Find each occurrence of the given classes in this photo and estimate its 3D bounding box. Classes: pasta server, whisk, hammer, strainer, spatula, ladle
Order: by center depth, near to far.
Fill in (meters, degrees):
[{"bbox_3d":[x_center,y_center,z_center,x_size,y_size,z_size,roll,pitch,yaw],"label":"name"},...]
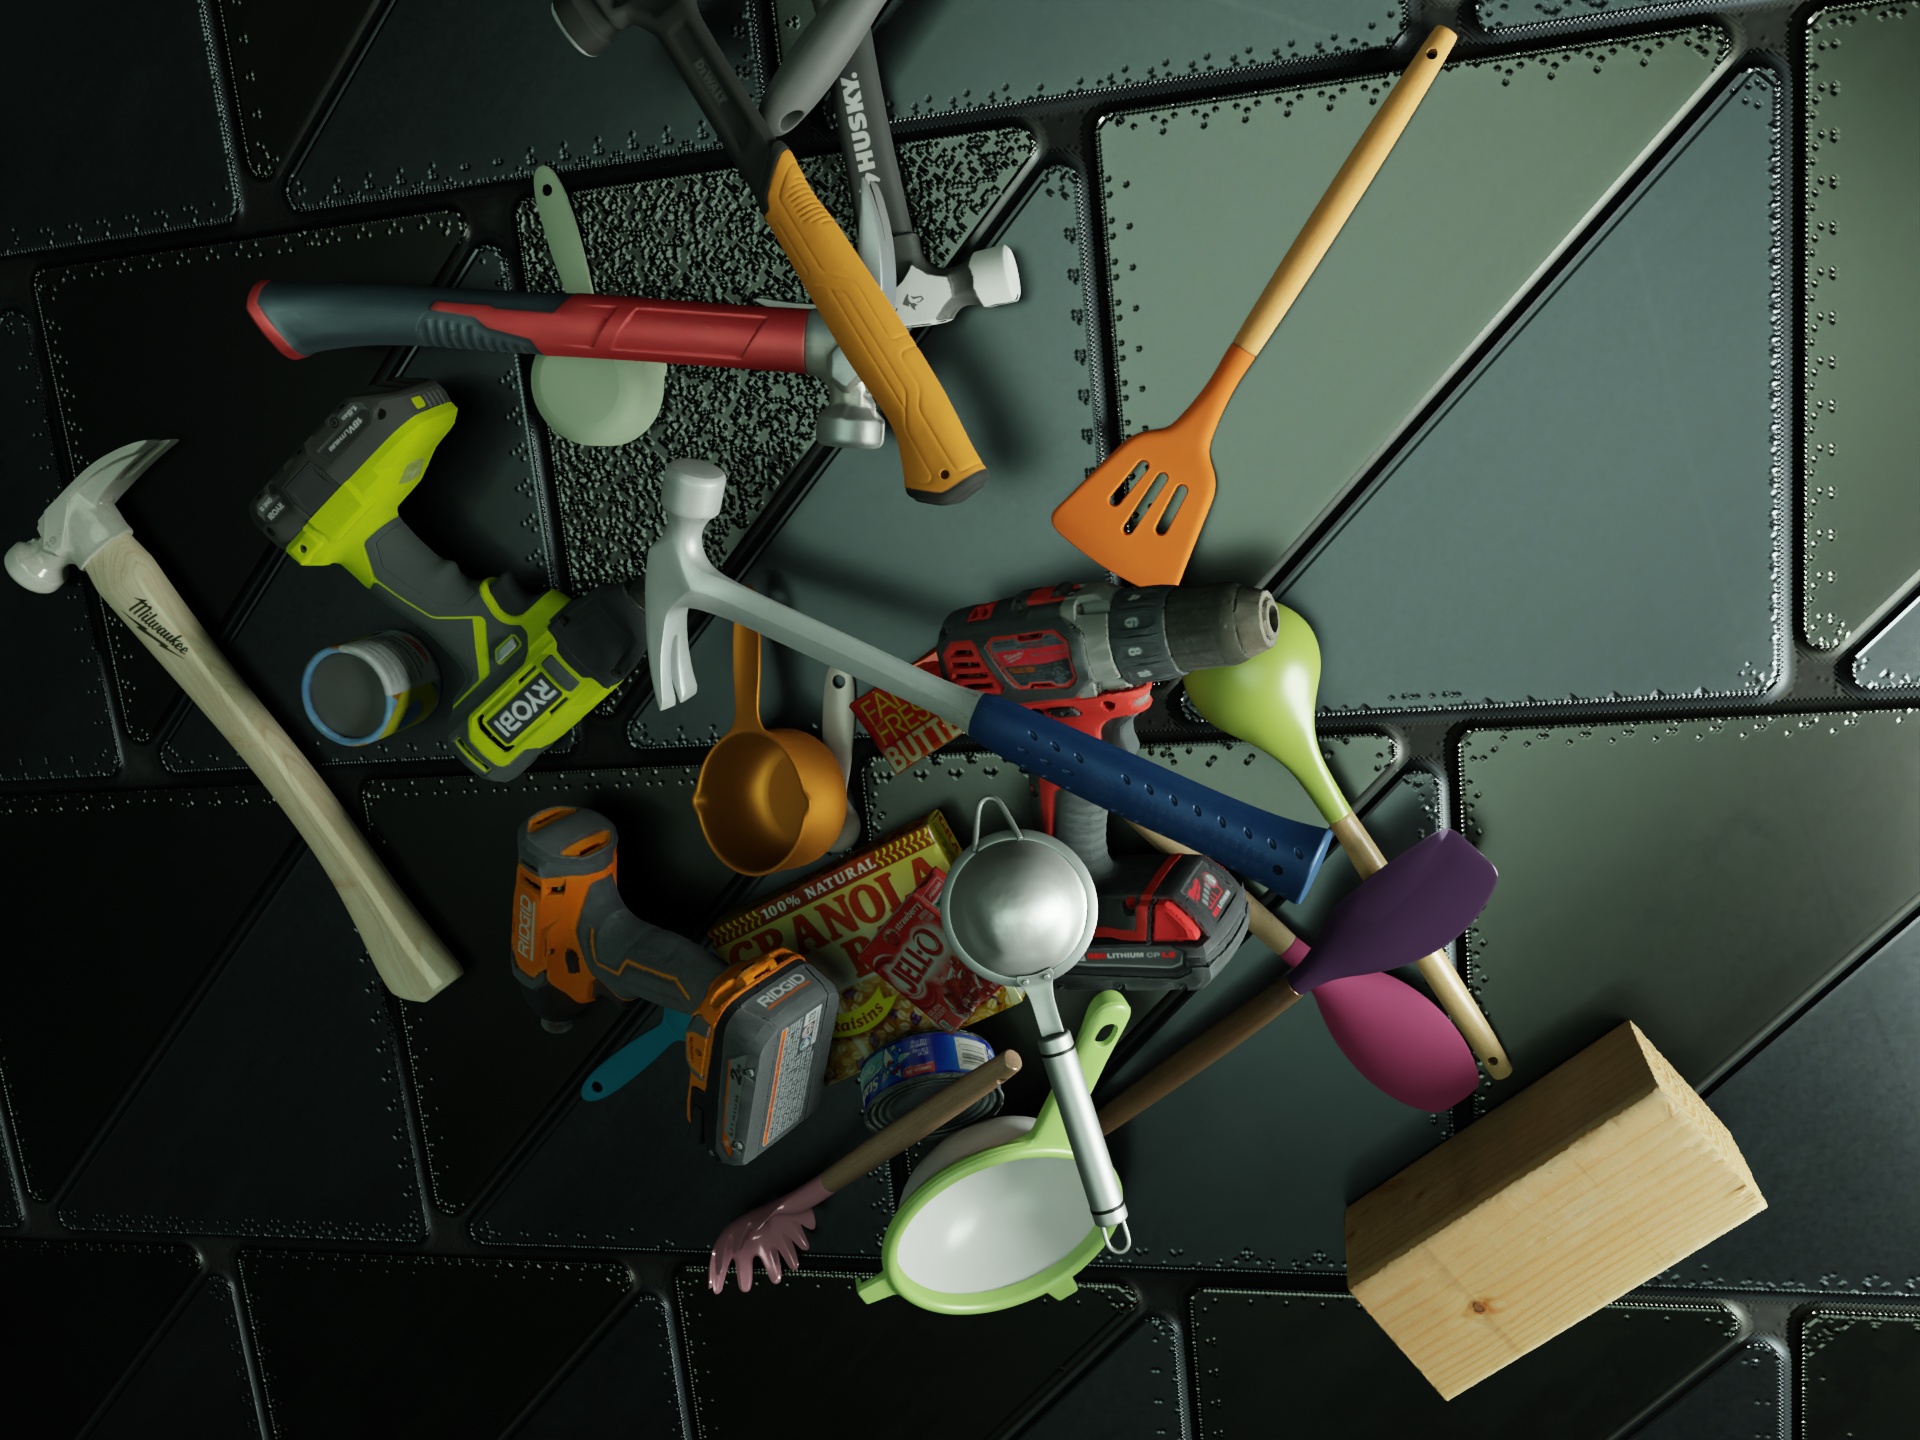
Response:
[{"bbox_3d":[-0.032,-0.402,0.821,0.055,0.055,0.239,43,111,2],"label":"whisk"},{"bbox_3d":[-0.077,-0.265,0.828,0.127,0.034,0.337,-30,92,18],"label":"hammer"},{"bbox_3d":[-0.001,-0.003,0.847,0.406,0.035,0.144,25,119,18],"label":"hammer"},{"bbox_3d":[0.165,-0.220,0.850,0.081,0.041,0.322,34,107,5],"label":"spatula"},{"bbox_3d":[0.050,0.166,0.857,0.087,0.050,0.258,-17,92,10],"label":"strainer"},{"bbox_3d":[-0.070,-0.382,0.874,0.146,0.035,0.334,-9,100,15],"label":"hammer"},{"bbox_3d":[-0.226,-0.241,0.903,0.386,0.038,0.143,7,102,12],"label":"hammer"},{"bbox_3d":[0.229,0.071,0.906,0.078,0.062,0.320,-31,101,20],"label":"ladle"},{"bbox_3d":[0.177,0.169,0.925,0.059,0.018,0.316,44,117,-8],"label":"spatula"},{"bbox_3d":[0.036,0.246,0.949,0.151,0.069,0.256,9,119,-25],"label":"strainer"},{"bbox_3d":[-0.063,0.280,0.976,0.316,0.060,0.040,-42,51,36],"label":"pasta server"},{"bbox_3d":[-0.460,0.009,1.059,0.146,0.038,0.410,-36,92,17],"label":"hammer"}]

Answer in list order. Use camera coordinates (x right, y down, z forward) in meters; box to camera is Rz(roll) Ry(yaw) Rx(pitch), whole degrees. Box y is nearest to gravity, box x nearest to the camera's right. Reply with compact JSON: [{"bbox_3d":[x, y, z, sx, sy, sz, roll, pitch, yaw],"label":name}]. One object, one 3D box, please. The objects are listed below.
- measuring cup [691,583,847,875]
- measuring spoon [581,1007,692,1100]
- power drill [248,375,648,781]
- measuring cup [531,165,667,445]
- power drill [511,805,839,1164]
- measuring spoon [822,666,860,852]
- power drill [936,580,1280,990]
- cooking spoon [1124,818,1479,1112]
[{"bbox_3d":[-0.112,0.006,0.962,0.095,0.052,0.173,-2,89,35],"label":"measuring cup"},{"bbox_3d":[-0.208,0.218,1.050,0.128,0.021,0.042,-39,91,17],"label":"measuring spoon"},{"bbox_3d":[-0.298,-0.092,0.967,0.171,0.080,0.223,-39,101,20],"label":"power drill"},{"bbox_3d":[-0.230,-0.244,0.942,0.083,0.038,0.167,-11,102,16],"label":"measuring cup"},{"bbox_3d":[-0.189,0.171,0.979,0.227,0.084,0.164,30,125,26],"label":"power drill"},{"bbox_3d":[-0.078,0.023,0.976,0.034,0.018,0.124,6,103,13],"label":"measuring spoon"},{"bbox_3d":[0.098,0.030,0.871,0.188,0.080,0.226,-6,109,30],"label":"power drill"},{"bbox_3d":[0.172,0.115,0.932,0.319,0.017,0.068,42,124,4],"label":"cooking spoon"}]
